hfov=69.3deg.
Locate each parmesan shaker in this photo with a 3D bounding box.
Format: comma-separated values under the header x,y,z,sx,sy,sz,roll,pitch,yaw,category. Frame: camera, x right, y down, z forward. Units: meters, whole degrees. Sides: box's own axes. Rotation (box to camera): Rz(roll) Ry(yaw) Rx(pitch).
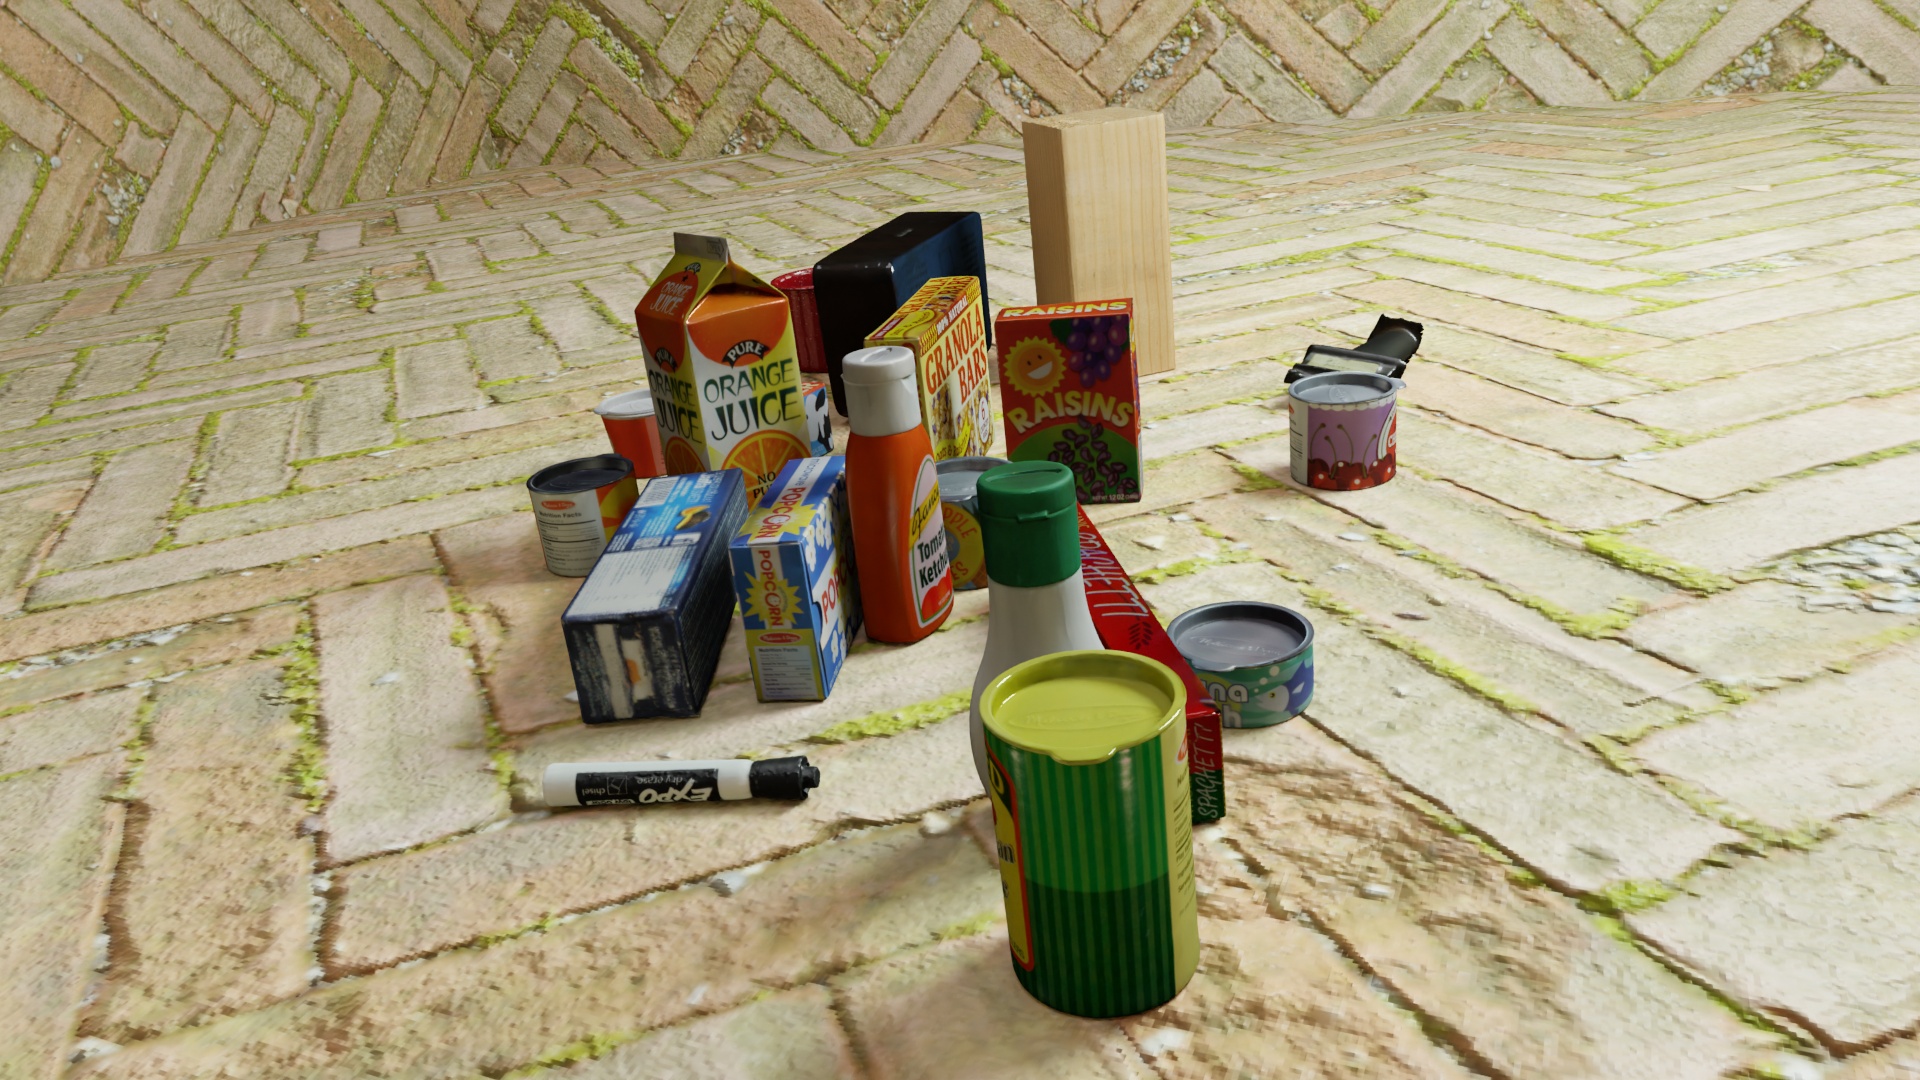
x,y,z,sx,sy,sz,roll,pitch,yaw,category
0.044,0.098,0.459,0.071,0.102,0.071,-6,22,2,parmesan shaker

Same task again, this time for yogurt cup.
x,y,z,sx,sy,sz,roll,pitch,yaw,category
-0.232,-0.081,1.039,0.072,0.053,0.073,-6,22,2,yogurt cup

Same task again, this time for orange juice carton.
x,y,z,sx,sy,sz,roll,pitch,yaw,category
-0.147,-0.096,0.869,0.073,0.191,0.072,-21,26,-31,orange juice carton

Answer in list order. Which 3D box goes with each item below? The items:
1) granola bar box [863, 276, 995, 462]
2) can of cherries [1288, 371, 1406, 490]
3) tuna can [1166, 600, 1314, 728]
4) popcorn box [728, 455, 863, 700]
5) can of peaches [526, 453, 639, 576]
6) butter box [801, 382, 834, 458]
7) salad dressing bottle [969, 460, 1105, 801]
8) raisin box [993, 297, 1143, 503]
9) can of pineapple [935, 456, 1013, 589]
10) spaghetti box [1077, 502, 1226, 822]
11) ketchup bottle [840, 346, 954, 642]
x,y,z,sx,sy,sz,roll,pitch,yaw,category
-0.017,-0.097,0.926,0.039,0.123,0.166,-1,23,14,granola bar box
0.243,-0.069,0.873,0.071,0.058,0.072,-6,22,2,can of cherries
0.126,0.057,0.630,0.071,0.032,0.071,-6,22,2,tuna can
-0.079,0.016,0.718,0.038,0.085,0.127,-3,22,9,popcorn box
-0.233,-0.017,0.877,0.071,0.057,0.071,-6,22,2,can of peaches
-0.132,-0.074,0.997,0.024,0.053,0.104,8,26,32,butter box
0.032,0.043,0.537,0.064,0.147,0.044,-7,22,-1,salad dressing bottle
0.070,-0.086,0.877,0.086,0.123,0.040,-2,22,11,raisin box
0.003,-0.010,0.795,0.071,0.057,0.071,-6,22,2,can of pineapple
0.071,0.045,0.651,0.029,0.050,0.251,-9,22,-6,spaghetti box
-0.035,-0.025,0.722,0.043,0.148,0.065,2,23,21,ketchup bottle
